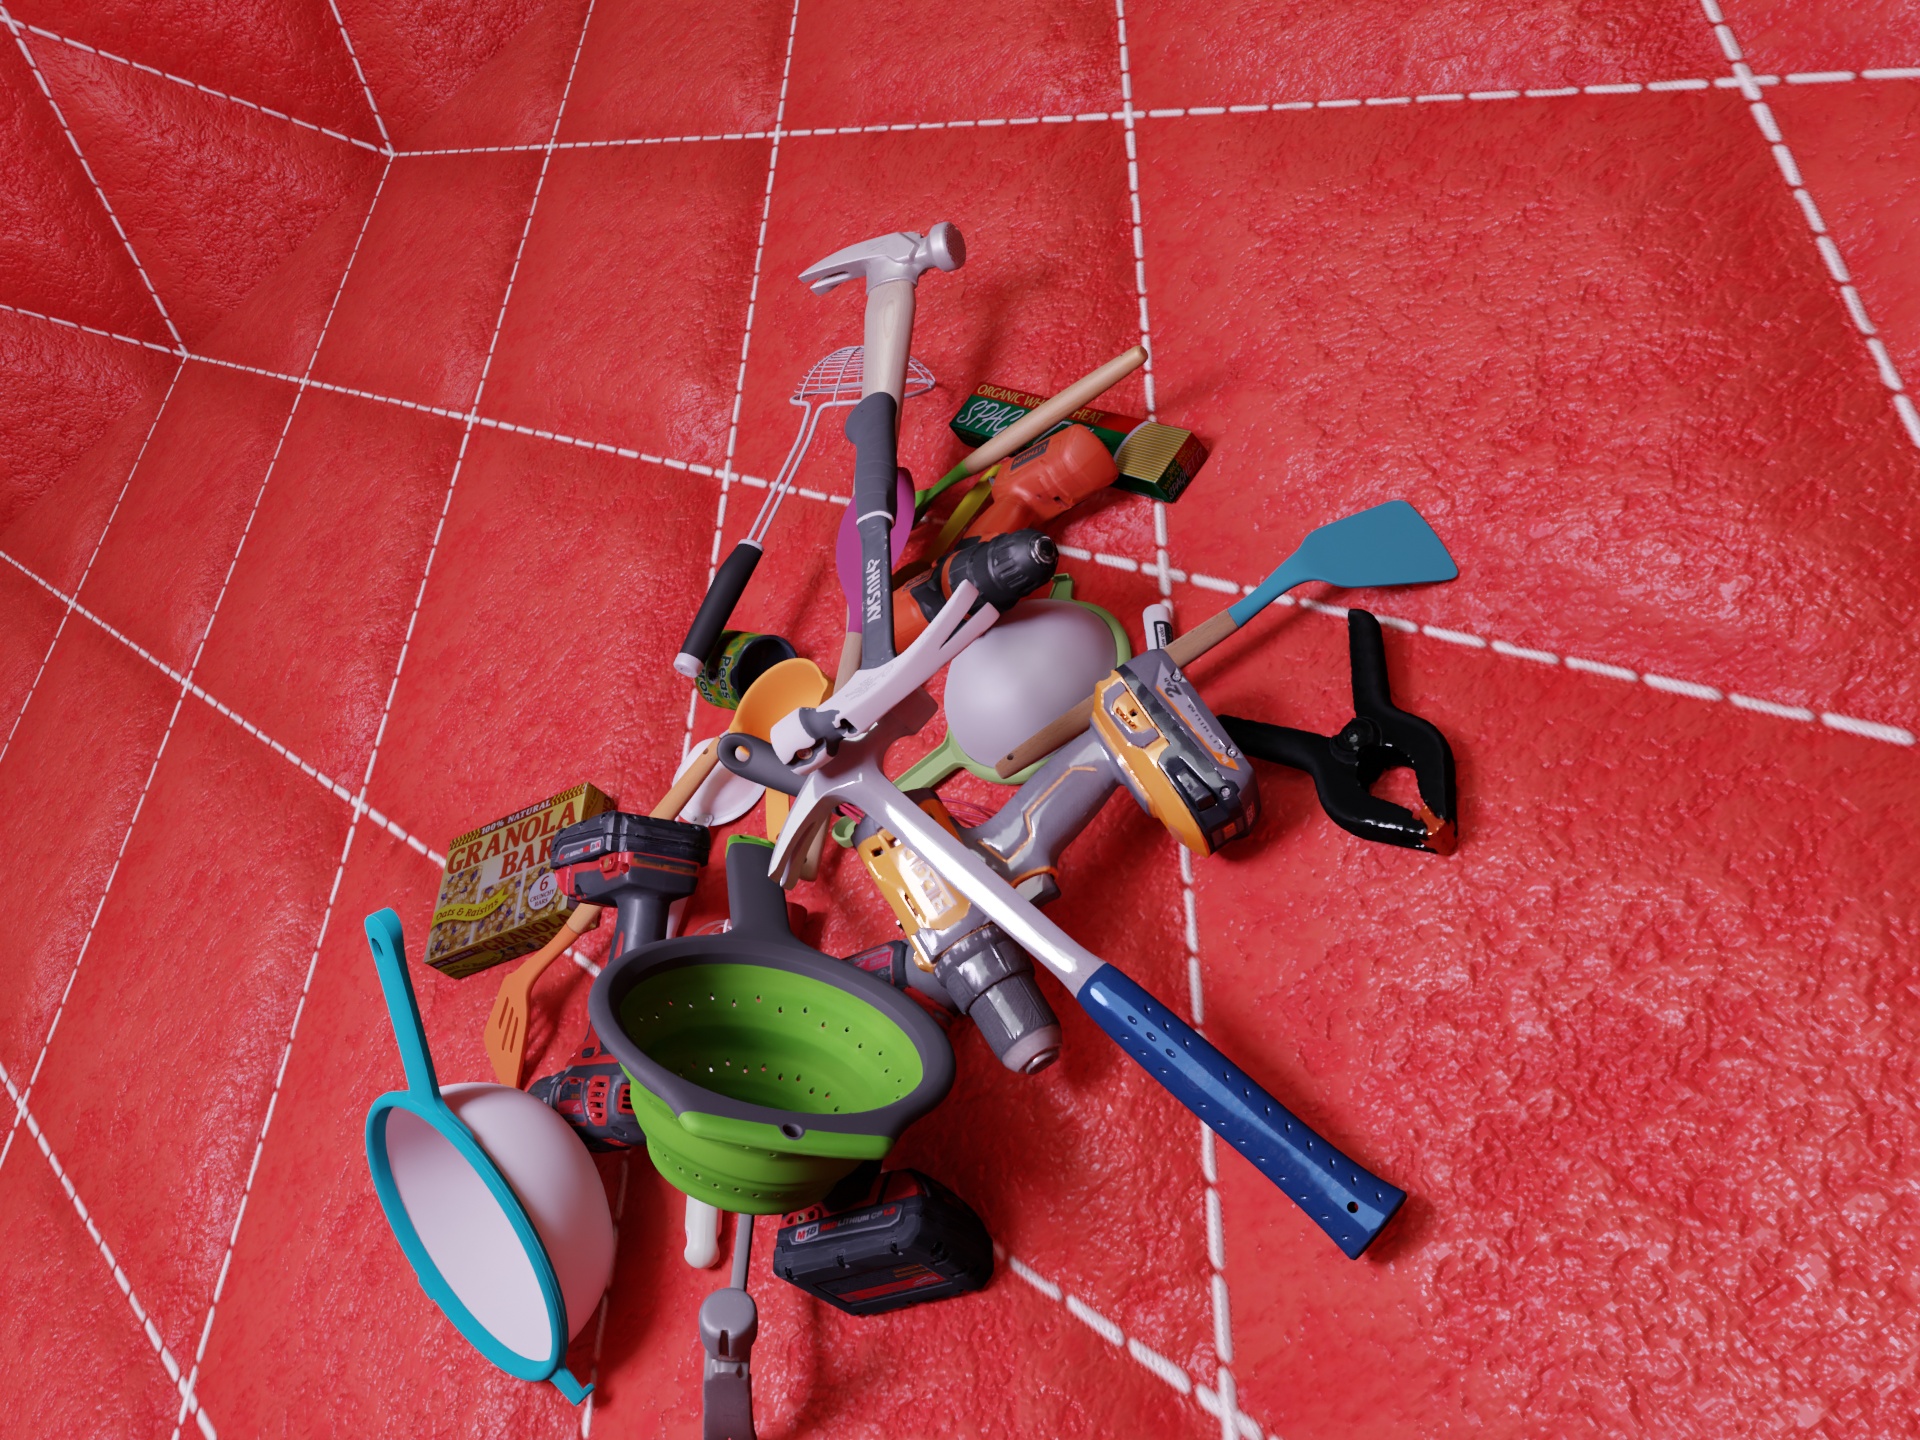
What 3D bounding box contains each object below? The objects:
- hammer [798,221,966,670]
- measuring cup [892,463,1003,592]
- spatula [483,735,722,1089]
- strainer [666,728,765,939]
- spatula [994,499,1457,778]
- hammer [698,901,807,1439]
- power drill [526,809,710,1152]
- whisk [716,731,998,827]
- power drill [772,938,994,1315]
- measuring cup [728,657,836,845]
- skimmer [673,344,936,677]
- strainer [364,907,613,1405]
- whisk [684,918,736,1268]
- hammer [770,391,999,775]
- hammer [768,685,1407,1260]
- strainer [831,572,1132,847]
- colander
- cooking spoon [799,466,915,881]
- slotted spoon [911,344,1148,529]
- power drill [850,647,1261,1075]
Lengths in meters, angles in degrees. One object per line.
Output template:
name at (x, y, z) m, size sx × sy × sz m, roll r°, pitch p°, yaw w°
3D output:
hammer at (-0.074, -0.197, 1.254) m, size 0.146 × 0.038 × 0.411 m, roll -7°, pitch 69°, yaw 28°
measuring cup at (-0.005, -0.134, 1.251) m, size 0.062 × 0.029 × 0.156 m, roll 21°, pitch 72°, yaw 46°
spatula at (-0.276, 0.144, 1.227) m, size 0.322 × 0.041 × 0.081 m, roll -51°, pitch 43°, yaw 4°
strainer at (-0.209, 0.101, 1.231) m, size 0.087 × 0.050 × 0.259 m, roll 3°, pitch 64°, yaw 24°
spatula at (0.159, -0.044, 1.026) m, size 0.317 × 0.044 × 0.082 m, roll -33°, pitch 45°, yaw 14°
hammer at (-0.129, 0.262, 1.012) m, size 0.036 × 0.149 × 0.359 m, roll 4°, pitch 41°, yaw -3°
power drill at (-0.253, 0.190, 1.129) m, size 0.188 × 0.080 × 0.227 m, roll -19°, pitch 63°, yaw 51°
whisk at (-0.065, 0.062, 1.091) m, size 0.296 × 0.073 × 0.073 m, roll 22°, pitch 74°, yaw 35°
power drill at (-0.038, 0.232, 0.965) m, size 0.143 × 0.078 × 0.220 m, roll -22°, pitch 44°, yaw 26°
measuring cup at (-0.123, 0.036, 1.200) m, size 0.095 × 0.052 × 0.174 m, roll -24°, pitch 49°, yaw 24°
skimmer at (-0.133, -0.177, 1.330) m, size 0.127 × 0.090 × 0.363 m, roll 7°, pitch 62°, yaw 34°
strainer at (-0.304, 0.260, 1.032) m, size 0.211 × 0.340 × 0.095 m, roll 12°, pitch 28°, yaw 41°
whisk at (-0.167, 0.247, 1.083) m, size 0.057 × 0.059 × 0.247 m, roll 113°, pitch 160°, yaw -54°
hammer at (-0.053, -0.126, 1.059) m, size 0.149 × 0.036 × 0.409 m, roll -34°, pitch 30°, yaw 19°
hammer at (0.060, 0.140, 0.868) m, size 0.406 × 0.035 × 0.144 m, roll 39°, pitch 85°, yaw 26°
strainer at (-0.002, -0.004, 1.115) m, size 0.256 × 0.069 × 0.152 m, roll -38°, pitch 43°, yaw 8°
colander at (-0.125, 0.180, 0.960) m, size 0.397 × 0.204 × 0.094 m, roll -118°, pitch 41°, yaw -69°
cooking spoon at (-0.081, -0.038, 1.171) m, size 0.069 × 0.017 × 0.319 m, roll 2°, pitch 75°, yaw 34°
slotted spoon at (0.025, -0.206, 1.226) m, size 0.314 × 0.031 × 0.070 m, roll -27°, pitch 20°, yaw 41°
power drill at (0.069, 0.084, 0.946) m, size 0.226 × 0.084 × 0.185 m, roll -32°, pitch 64°, yaw -1°
